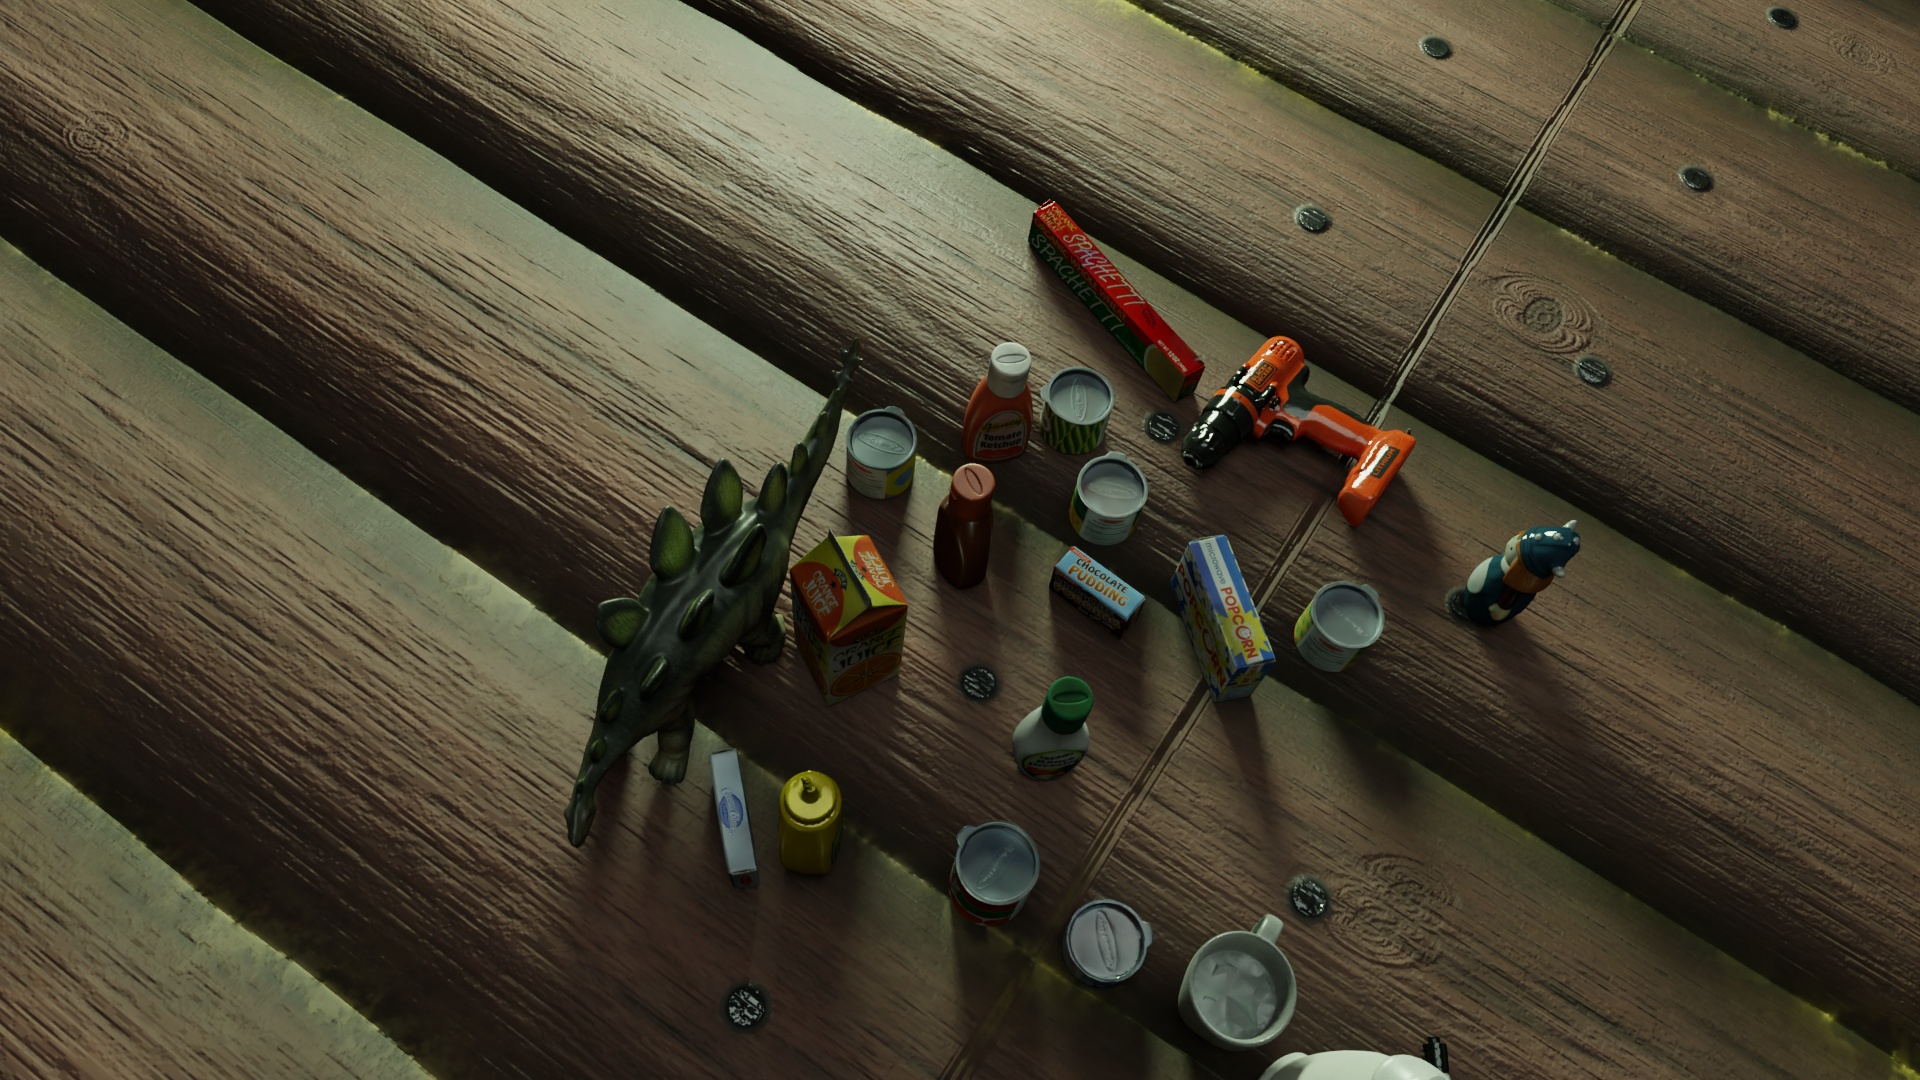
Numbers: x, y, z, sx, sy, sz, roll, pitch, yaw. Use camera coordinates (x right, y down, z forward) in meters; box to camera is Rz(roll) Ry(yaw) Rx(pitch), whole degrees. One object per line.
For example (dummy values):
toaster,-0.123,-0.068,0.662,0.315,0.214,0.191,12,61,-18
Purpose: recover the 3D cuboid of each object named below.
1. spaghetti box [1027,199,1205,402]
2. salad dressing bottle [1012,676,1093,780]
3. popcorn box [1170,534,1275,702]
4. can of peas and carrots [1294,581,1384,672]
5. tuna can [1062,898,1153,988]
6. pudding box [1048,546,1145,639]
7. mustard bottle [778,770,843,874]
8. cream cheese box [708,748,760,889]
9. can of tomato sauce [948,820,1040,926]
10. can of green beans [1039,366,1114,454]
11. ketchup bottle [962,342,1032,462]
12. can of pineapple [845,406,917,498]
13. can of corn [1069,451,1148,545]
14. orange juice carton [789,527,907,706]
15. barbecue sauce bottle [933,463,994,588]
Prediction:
spaghetti box,0.155,-0.246,1.415,0.029,0.050,0.250,-31,69,-19
salad dressing bottle,0.079,0.155,1.141,0.064,0.147,0.044,-3,63,-7
popcorn box,0.231,0.070,1.235,0.038,0.084,0.127,-12,64,-11
can of peas and carrots,0.343,0.077,1.257,0.071,0.058,0.071,2,62,-4
tuna can,0.118,0.325,1.119,0.071,0.032,0.071,2,62,-4
pudding box,0.123,0.047,1.257,0.084,0.049,0.030,37,65,14
mustard bottle,-0.116,0.215,1.083,0.049,0.159,0.065,9,62,-1
cream cheese box,-0.184,0.227,1.131,0.024,0.053,0.104,-10,64,-10
can of tomato sauce,0.024,0.267,1.113,0.071,0.082,0.071,2,62,-4
can of green beans,0.112,-0.125,1.342,0.071,0.057,0.071,2,62,-4
ketchup bottle,0.038,-0.127,1.285,0.065,0.148,0.044,-7,63,-9
can of pineapple,-0.073,-0.081,1.302,0.071,0.057,0.071,2,62,-4
can of corn,0.138,-0.039,1.299,0.071,0.058,0.071,2,62,-4
orange juice carton,-0.093,0.061,1.149,0.073,0.191,0.072,-24,67,-16
barbecue sauce bottle,0.004,-0.015,1.223,0.044,0.147,0.065,-20,66,-15
